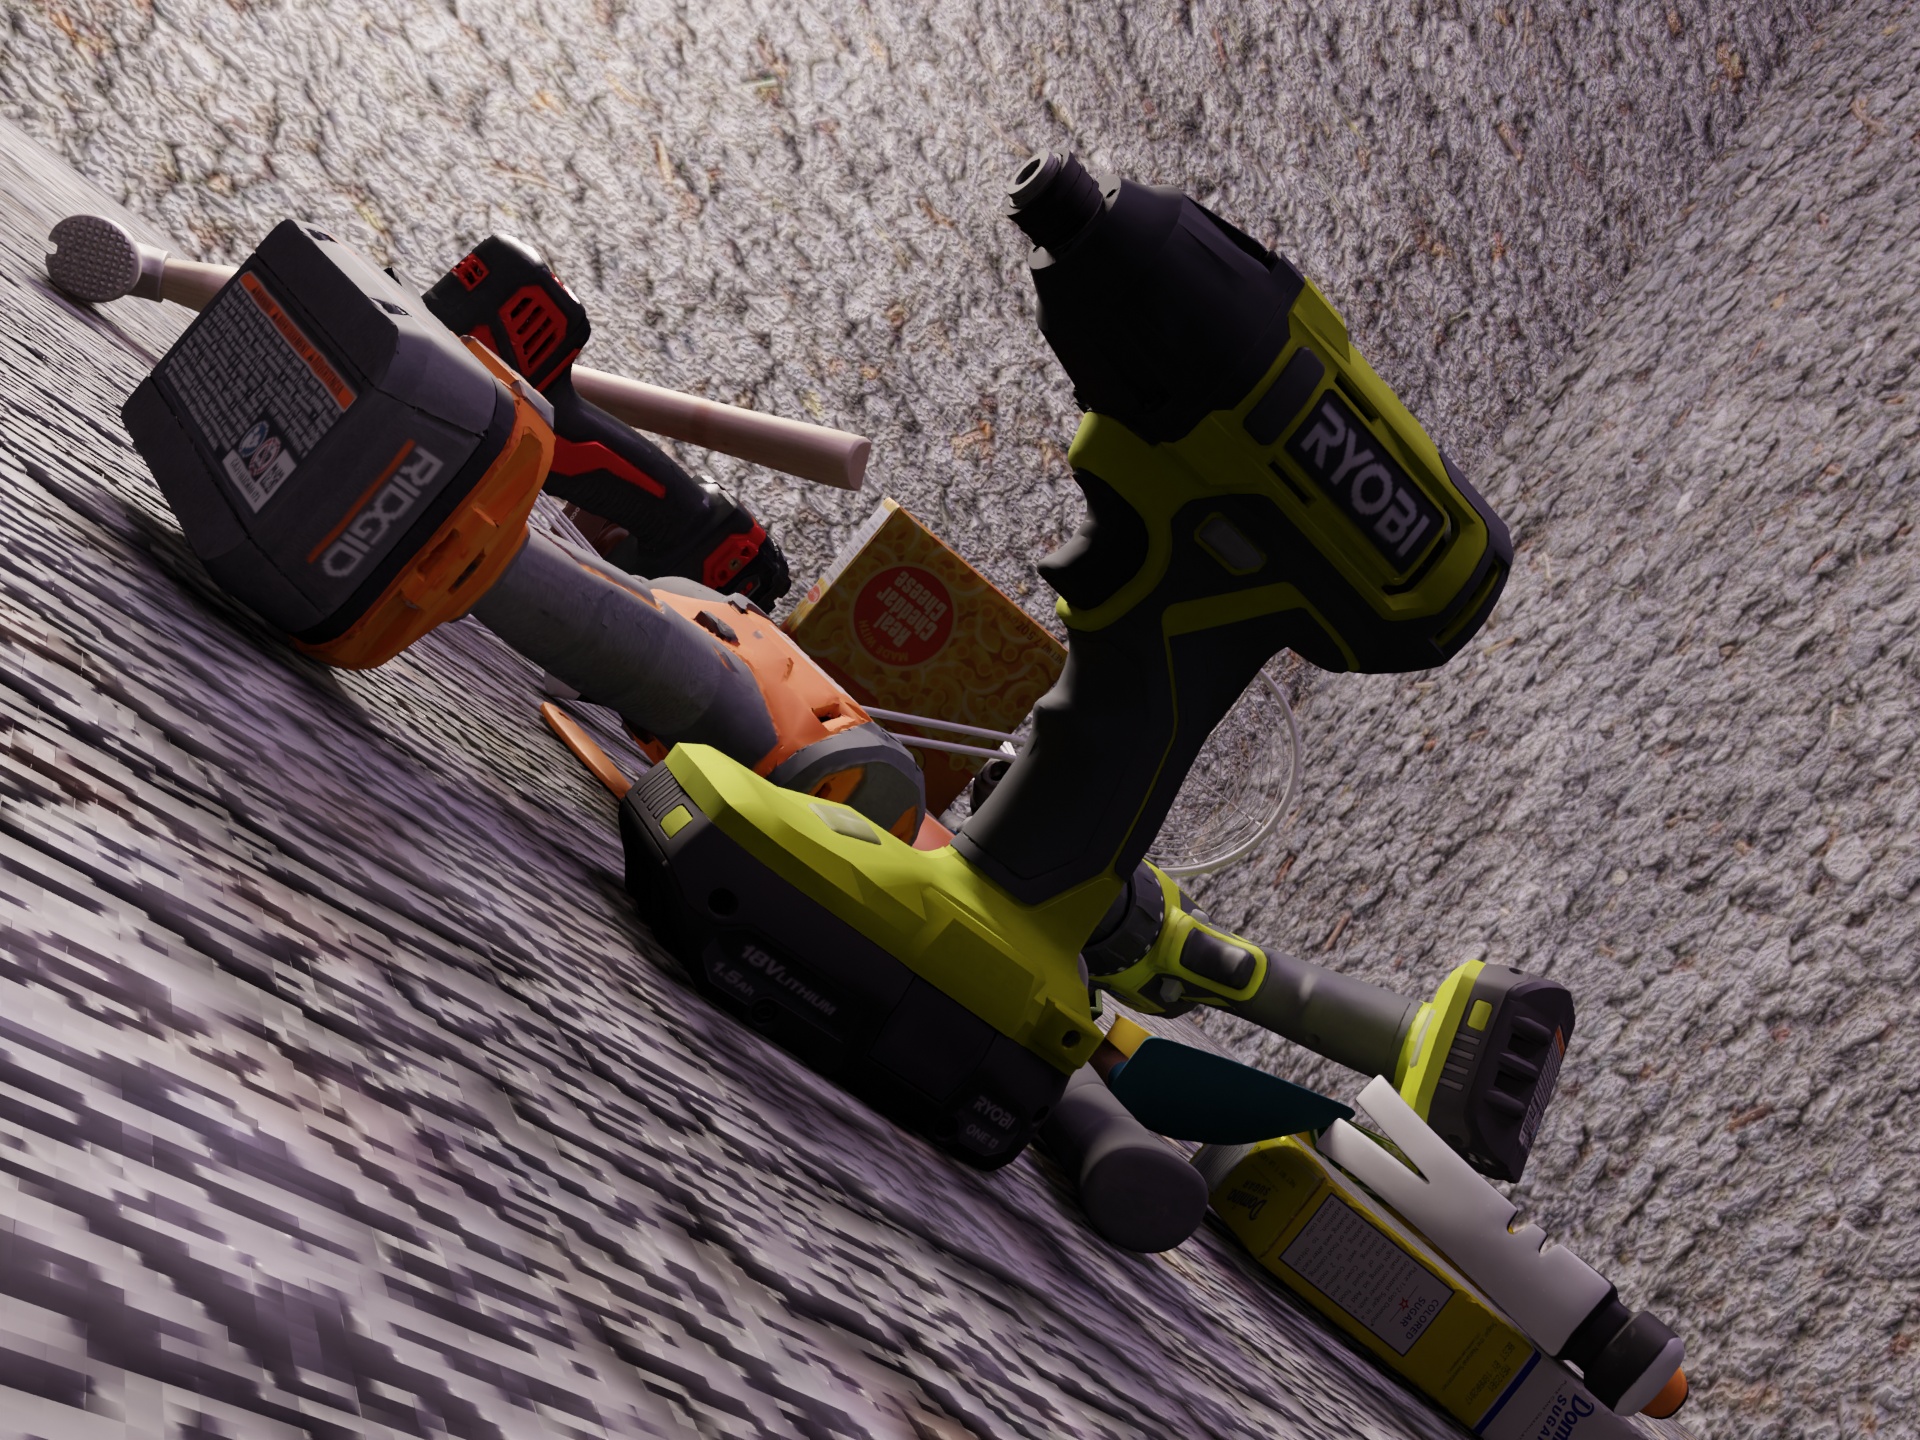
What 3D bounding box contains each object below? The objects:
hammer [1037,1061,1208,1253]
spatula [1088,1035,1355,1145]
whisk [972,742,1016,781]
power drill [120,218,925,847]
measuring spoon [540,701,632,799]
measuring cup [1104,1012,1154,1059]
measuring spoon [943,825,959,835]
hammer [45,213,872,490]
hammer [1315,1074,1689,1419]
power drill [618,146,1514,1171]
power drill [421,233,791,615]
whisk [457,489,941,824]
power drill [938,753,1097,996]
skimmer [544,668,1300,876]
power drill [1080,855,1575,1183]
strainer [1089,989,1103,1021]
[{"bbox_3d":[0.008,0.105,0.627,0.149,0.036,0.409,37,-2,-13],"label":"hammer"},{"bbox_3d":[0.072,0.145,0.712,0.082,0.044,0.317,21,-4,-9],"label":"spatula"},{"bbox_3d":[0.038,0.039,1.009,0.059,0.058,0.247,13,13,-28],"label":"whisk"},{"bbox_3d":[-0.120,-0.040,0.472,0.164,0.084,0.226,41,1,42],"label":"power drill"},{"bbox_3d":[-0.117,0.017,0.547,0.117,0.011,0.021,36,-3,45],"label":"measuring spoon"},{"bbox_3d":[0.095,0.199,0.911,0.062,0.029,0.156,38,-14,2],"label":"measuring cup"},{"bbox_3d":[-0.029,0.053,0.698,0.128,0.021,0.042,25,7,-42],"label":"measuring spoon"},{"bbox_3d":[-0.245,-0.188,0.845,0.410,0.038,0.146,12,9,-24],"label":"hammer"},{"bbox_3d":[0.243,0.235,0.637,0.127,0.034,0.336,41,-2,39],"label":"hammer"},{"bbox_3d":[0.023,-0.015,0.407,0.171,0.223,0.080,39,-3,-28],"label":"power drill"},{"bbox_3d":[-0.193,-0.104,0.752,0.079,0.143,0.219,42,-5,46],"label":"power drill"},{"bbox_3d":[-0.118,-0.020,0.620,0.284,0.070,0.070,36,-2,-10],"label":"whisk"},{"bbox_3d":[-0.005,0.054,0.952,0.227,0.080,0.187,39,-24,41],"label":"power drill"},{"bbox_3d":[-0.001,-0.002,0.725,0.363,0.127,0.090,10,-18,-35],"label":"skimmer"},{"bbox_3d":[0.137,0.114,0.689,0.229,0.080,0.190,19,-11,27],"label":"power drill"},{"bbox_3d":[0.062,0.059,1.050,0.069,0.256,0.152,6,13,-24],"label":"strainer"}]
